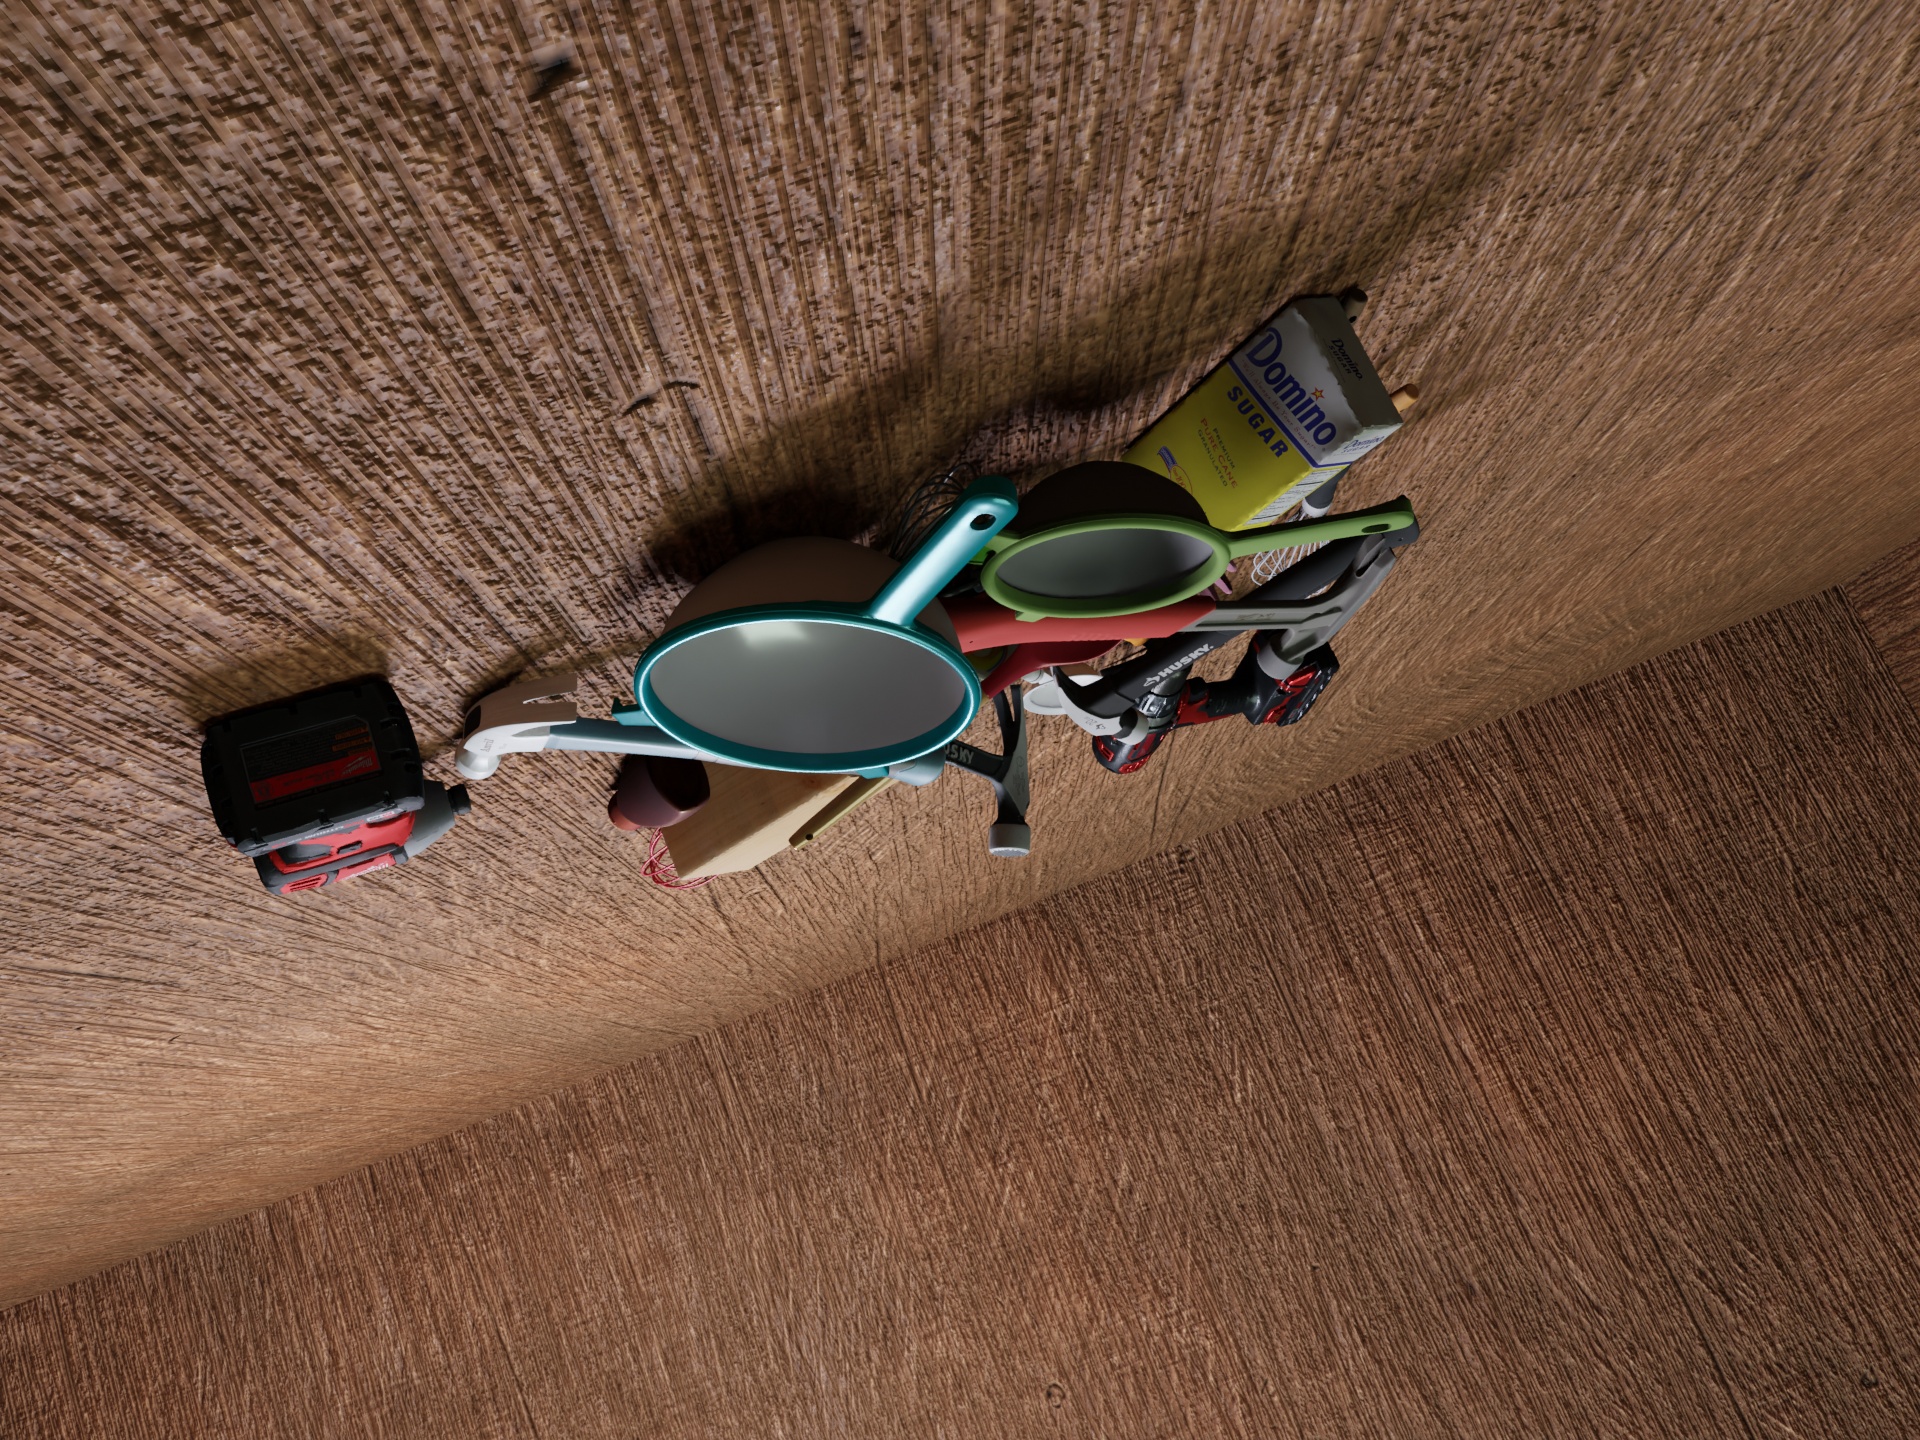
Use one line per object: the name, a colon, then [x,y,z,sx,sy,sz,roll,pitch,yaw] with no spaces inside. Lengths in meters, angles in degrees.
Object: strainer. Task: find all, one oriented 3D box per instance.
strainer: [-0.062,-0.077,0.938,0.210,0.095,0.340,14,149,-26]
strainer: [0.069,-0.044,1.426,0.087,0.050,0.258,-20,162,21]
strainer: [0.136,-0.126,0.954,0.256,0.069,0.151,-8,162,11]

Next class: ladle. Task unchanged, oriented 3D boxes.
ladle: [-0.002,-0.004,1.188,0.315,0.069,0.031,-38,-154,0]

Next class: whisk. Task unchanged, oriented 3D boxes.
whisk: [0.284,-0.164,1.283,0.070,0.070,0.284,-21,162,-4]
whisk: [-0.176,0.071,1.455,0.296,0.073,0.073,-33,164,16]
whisk: [-0.045,-0.100,1.035,0.055,0.055,0.239,-13,168,-34]

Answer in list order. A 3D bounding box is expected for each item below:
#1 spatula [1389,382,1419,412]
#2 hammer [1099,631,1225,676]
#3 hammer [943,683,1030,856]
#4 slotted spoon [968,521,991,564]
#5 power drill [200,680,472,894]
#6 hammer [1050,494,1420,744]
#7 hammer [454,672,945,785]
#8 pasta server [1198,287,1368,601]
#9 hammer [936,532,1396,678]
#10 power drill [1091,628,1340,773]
spatula: [0.234,-0.163,1.187,0.081,0.041,0.322,-24,175,-31]
hammer: [0.151,-0.081,1.425,0.127,0.034,0.336,-27,166,14]
hammer: [-0.052,0.001,1.244,0.036,0.149,0.408,-7,163,31]
slotted spoon: [0.128,-0.161,1.095,0.313,0.031,0.070,-20,179,-15]
power drill: [-0.389,0.051,1.010,0.143,0.078,0.219,-17,168,-17]
hammer: [0.223,-0.085,1.298,0.334,0.035,0.146,-32,145,28]
hammer: [-0.169,0.017,1.097,0.330,0.033,0.128,5,156,-23]
pasta server: [0.199,-0.167,1.071,0.060,0.040,0.316,-9,152,-22]
hammer: [0.136,-0.078,1.117,0.359,0.037,0.149,-3,146,-31]
power drill: [0.241,-0.039,1.497,0.226,0.080,0.187,-17,153,-23]
